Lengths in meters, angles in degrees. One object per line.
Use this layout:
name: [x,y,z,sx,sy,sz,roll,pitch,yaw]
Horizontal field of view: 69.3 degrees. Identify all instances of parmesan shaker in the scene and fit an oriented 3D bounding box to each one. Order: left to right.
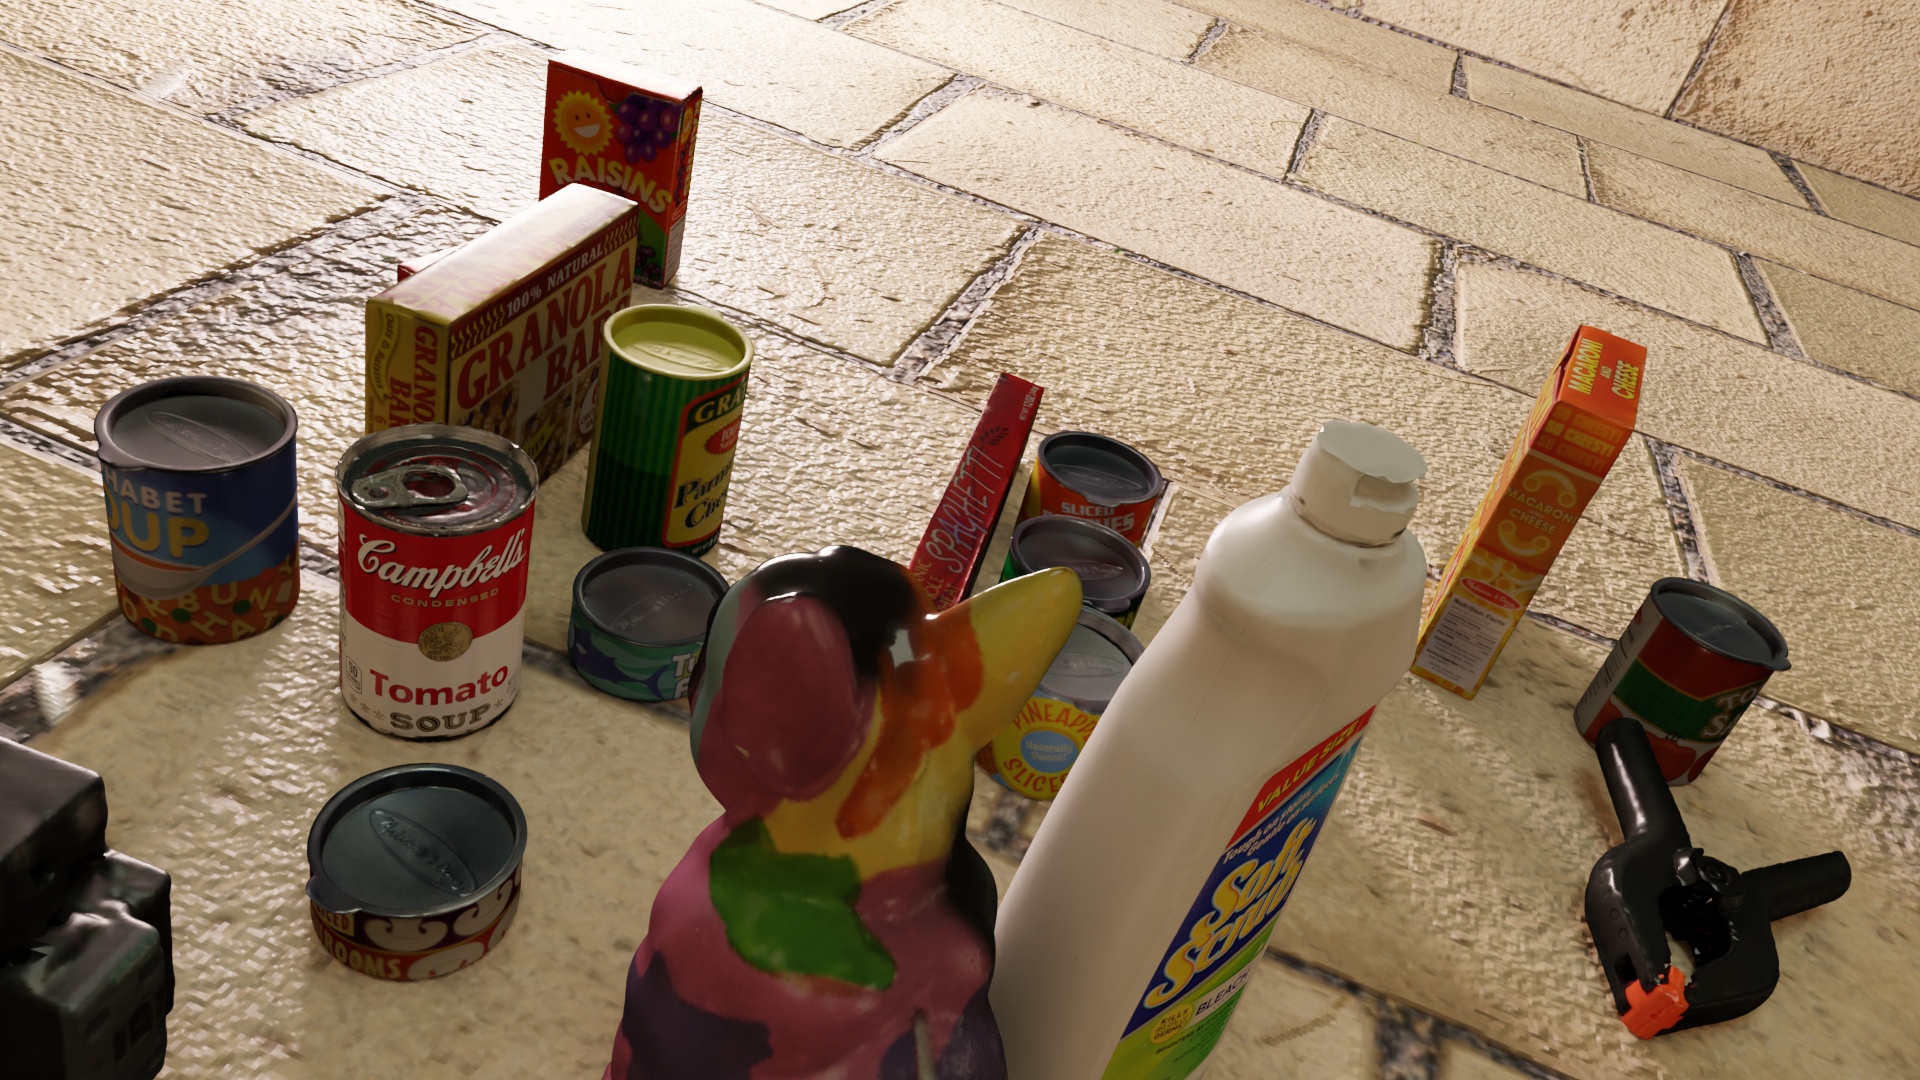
parmesan shaker: [-0.135,-0.049,0.641,0.071,0.102,0.072,11,33,-8]

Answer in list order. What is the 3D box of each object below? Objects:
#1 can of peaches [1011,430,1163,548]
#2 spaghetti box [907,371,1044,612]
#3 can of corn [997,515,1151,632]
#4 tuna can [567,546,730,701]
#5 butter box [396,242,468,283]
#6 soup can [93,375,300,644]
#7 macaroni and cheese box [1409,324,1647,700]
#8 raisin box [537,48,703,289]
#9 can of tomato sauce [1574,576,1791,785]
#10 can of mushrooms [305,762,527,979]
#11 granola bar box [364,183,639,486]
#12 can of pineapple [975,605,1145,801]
can of peaches: [0.064,-0.014,0.716,0.071,0.057,0.071,11,33,-8]
spaghetti box: [0.002,-0.009,0.689,0.029,0.050,0.251,18,33,3]
can of corn: [0.049,0.032,0.641,0.071,0.058,0.071,11,33,-8]
tuna can: [-0.128,0.036,0.583,0.071,0.032,0.071,11,33,-7]
butter box: [-0.262,-0.136,0.759,0.024,0.052,0.104,27,35,16]
soup can: [-0.293,-0.010,0.534,0.071,0.083,0.072,11,33,-8]
macaroni and cheese box: [0.292,-0.017,0.719,0.040,0.165,0.124,26,34,15]
raisin box: [-0.211,-0.226,0.850,0.086,0.122,0.040,17,33,1]
can of tomato sauce: [0.359,0.072,0.693,0.071,0.082,0.071,11,33,-8]
can of mushrooms: [-0.179,0.108,0.454,0.071,0.033,0.071,11,33,-7]
granola bar box: [-0.205,-0.079,0.635,0.039,0.123,0.166,20,33,5]
can of pineapple: [0.040,0.068,0.585,0.071,0.057,0.071,11,33,-8]
